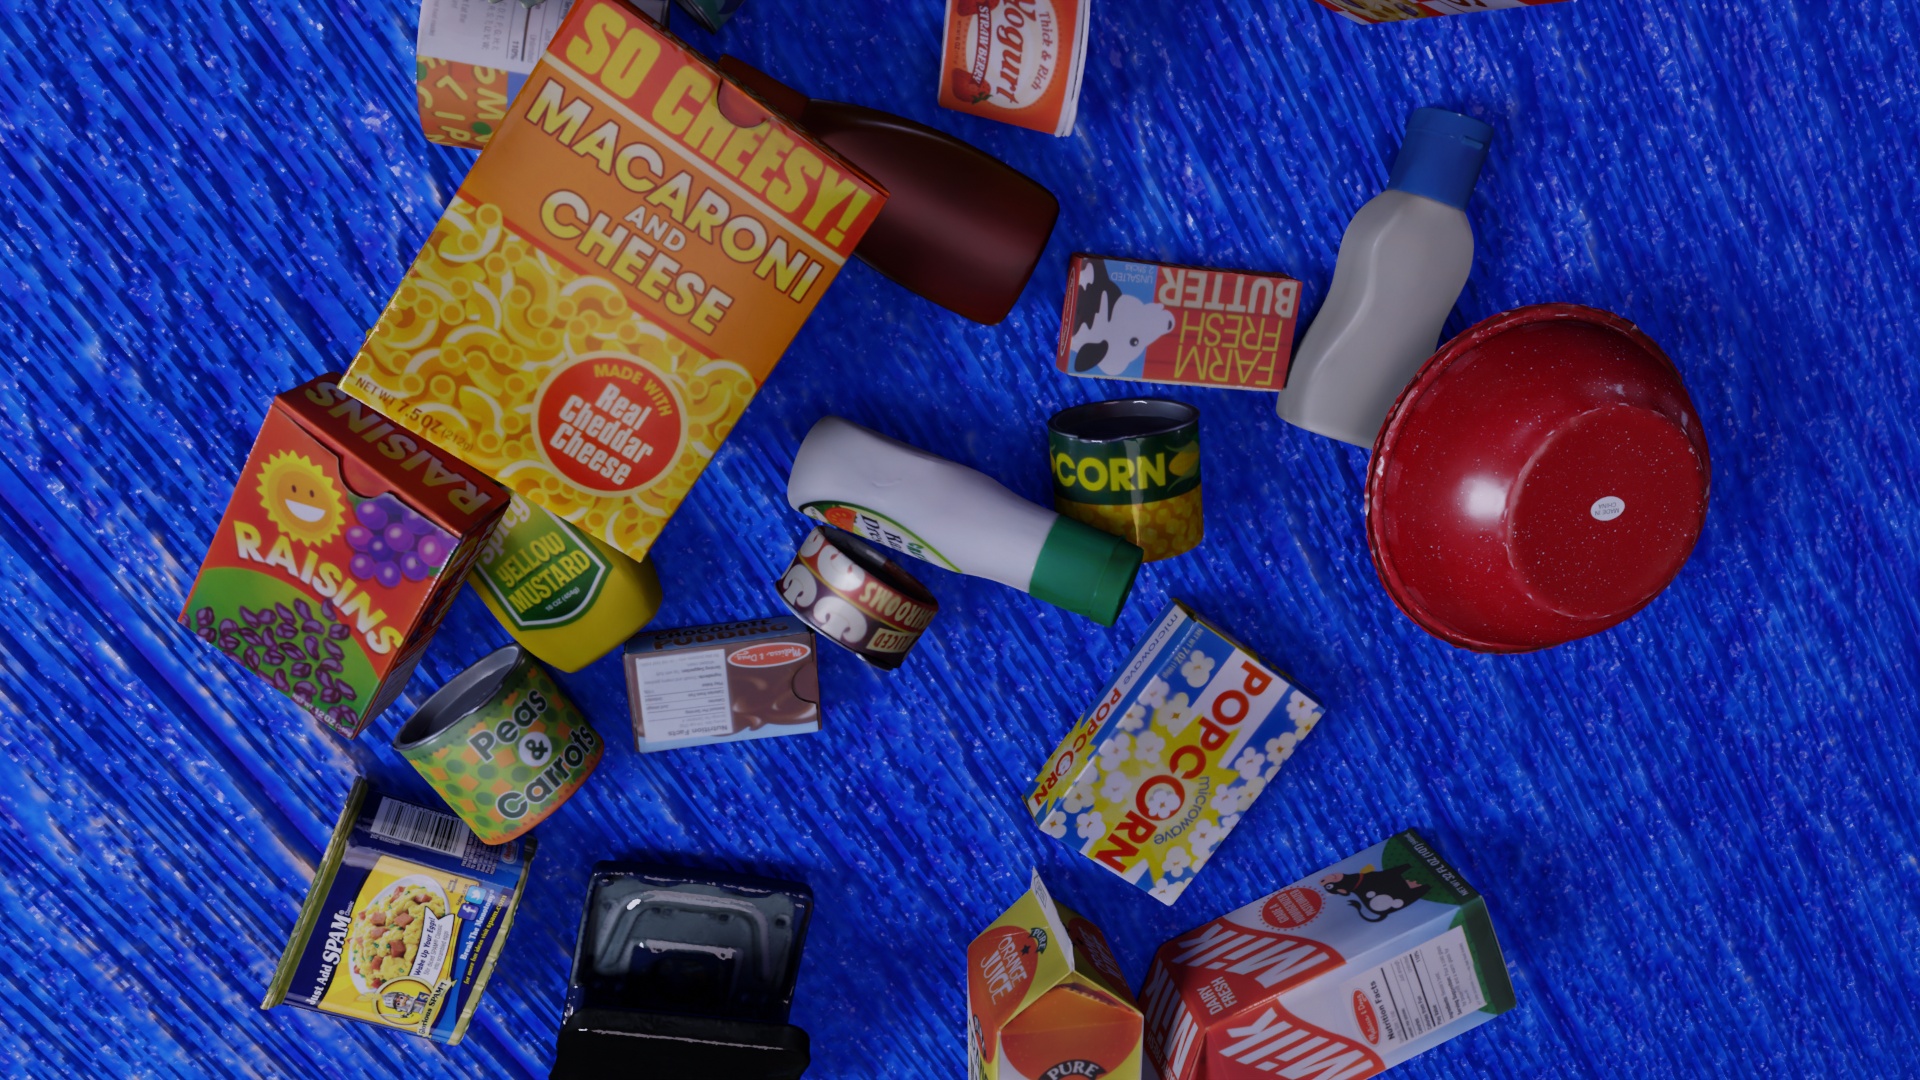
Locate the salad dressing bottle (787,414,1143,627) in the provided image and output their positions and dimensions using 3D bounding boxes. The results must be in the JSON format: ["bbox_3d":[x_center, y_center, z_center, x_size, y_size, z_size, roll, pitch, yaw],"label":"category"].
[{"bbox_3d":[0.002,-0.007,0.583,0.148,0.064,0.044,22,79,11],"label":"salad dressing bottle"}]

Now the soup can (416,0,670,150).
[{"bbox_3d":[-0.156,-0.175,0.527,0.084,0.071,0.071,6,105,-11],"label":"soup can"}]

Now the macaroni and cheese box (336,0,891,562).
[{"bbox_3d":[-0.122,-0.093,0.501,0.123,0.040,0.166,32,102,-19],"label":"macaroni and cheese box"}]

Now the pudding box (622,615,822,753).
[{"bbox_3d":[-0.106,0.064,0.624,0.084,0.030,0.049,-6,106,-9],"label":"pudding box"}]

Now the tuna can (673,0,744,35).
[{"bbox_3d":[-0.105,-0.225,0.522,0.071,0.071,0.033,42,94,-19],"label":"tuna can"}]

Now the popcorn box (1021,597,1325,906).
[{"bbox_3d":[0.102,0.102,0.670,0.085,0.038,0.126,34,98,-18],"label":"popcorn box"}]

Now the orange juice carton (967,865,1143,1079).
[{"bbox_3d":[0.045,0.264,0.689,0.073,0.072,0.192,-3,107,-10],"label":"orange juice carton"}]

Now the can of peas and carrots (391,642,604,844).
[{"bbox_3d":[-0.194,0.086,0.592,0.071,0.071,0.058,-34,110,1],"label":"can of peas and carrots"}]

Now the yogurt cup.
[{"bbox_3d":[0.020,-0.198,0.554,0.054,0.072,0.072,5,105,-4],"label":"yogurt cup"}]

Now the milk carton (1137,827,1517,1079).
[{"bbox_3d":[0.171,0.229,0.703,0.191,0.072,0.073,-24,109,-4],"label":"milk carton"}]

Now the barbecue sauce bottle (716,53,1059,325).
[{"bbox_3d":[-0.037,-0.147,0.568,0.148,0.044,0.064,25,100,-16],"label":"barbecue sauce bottle"}]

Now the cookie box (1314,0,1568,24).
[{"bbox_3d":[0.141,-0.236,0.509,0.123,0.168,0.040,20,103,-15],"label":"cookie box"}]

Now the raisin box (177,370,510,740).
[{"bbox_3d":[-0.243,0.008,0.545,0.086,0.040,0.123,37,118,-3],"label":"raisin box"}]

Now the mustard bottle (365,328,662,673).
[{"bbox_3d":[-0.192,-0.020,0.572,0.065,0.049,0.160,-36,109,3],"label":"mustard bottle"}]

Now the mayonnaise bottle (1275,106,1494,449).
[{"bbox_3d":[0.195,-0.116,0.623,0.065,0.041,0.147,14,102,-21],"label":"mayonnaise bottle"}]

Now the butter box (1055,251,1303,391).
[{"bbox_3d":[0.097,-0.097,0.618,0.103,0.024,0.053,3,106,-11],"label":"butter box"}]

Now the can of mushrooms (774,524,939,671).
[{"bbox_3d":[-0.043,0.025,0.603,0.071,0.071,0.033,33,97,-18],"label":"can of mushrooms"}]

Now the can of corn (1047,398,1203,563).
[{"bbox_3d":[0.072,-0.026,0.610,0.071,0.071,0.058,-9,109,-8],"label":"can of corn"}]
